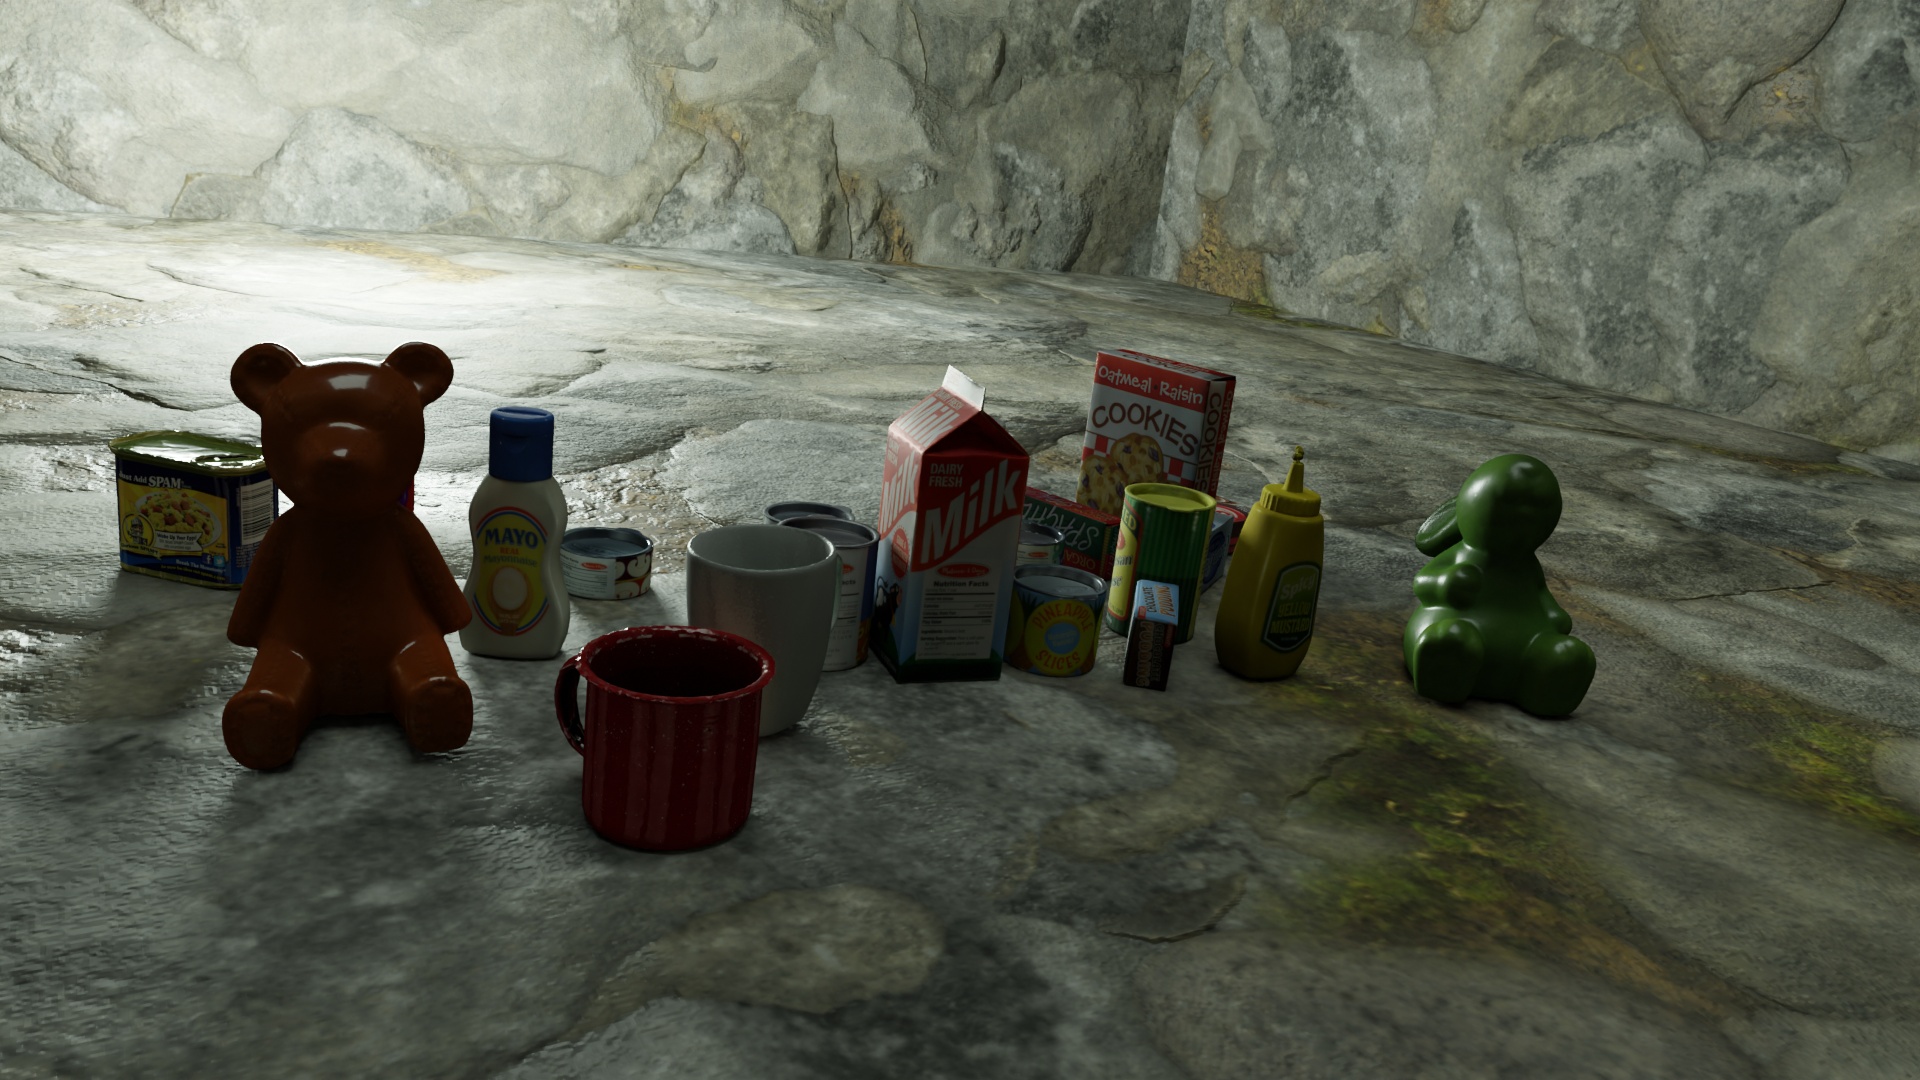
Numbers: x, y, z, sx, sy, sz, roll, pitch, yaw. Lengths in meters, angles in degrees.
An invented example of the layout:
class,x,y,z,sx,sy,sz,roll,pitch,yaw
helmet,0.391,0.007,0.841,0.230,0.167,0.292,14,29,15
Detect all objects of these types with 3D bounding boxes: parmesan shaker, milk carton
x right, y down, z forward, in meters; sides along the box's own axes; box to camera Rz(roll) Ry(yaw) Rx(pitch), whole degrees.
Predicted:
class,x,y,z,sx,sy,sz,roll,pitch,yaw
parmesan shaker,0.144,0.017,1.004,0.071,0.102,0.071,7,16,-2
milk carton,-0.008,-0.011,0.884,0.073,0.189,0.072,1,17,-21

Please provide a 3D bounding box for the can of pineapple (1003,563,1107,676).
class,x,y,z,sx,sy,sz,roll,pitch,yaw
can of pineapple,0.062,0.053,0.929,0.071,0.057,0.071,7,16,-2

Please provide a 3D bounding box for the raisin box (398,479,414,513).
class,x,y,z,sx,sy,sz,roll,pitch,yaw
raisin box,-0.350,0.004,0.809,0.040,0.123,0.086,6,16,-5

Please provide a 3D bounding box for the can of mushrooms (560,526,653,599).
class,x,y,z,sx,sy,sz,roll,pitch,yaw
can of mushrooms,-0.248,0.015,0.970,0.071,0.033,0.071,7,17,-2

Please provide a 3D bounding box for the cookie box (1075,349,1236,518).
class,x,y,z,sx,sy,sz,roll,pitch,yaw
cookie box,0.164,-0.072,1.196,0.040,0.166,0.123,-9,23,-44

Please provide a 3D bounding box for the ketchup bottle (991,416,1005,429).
class,x,y,z,sx,sy,sz,roll,pitch,yaw
ketchup bottle,0.003,-0.012,0.964,0.043,0.148,0.065,3,17,-13

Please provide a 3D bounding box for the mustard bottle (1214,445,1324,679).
class,x,y,z,sx,sy,sz,roll,pitch,yaw
mustard bottle,0.216,0.014,0.945,0.065,0.159,0.049,-4,19,-33

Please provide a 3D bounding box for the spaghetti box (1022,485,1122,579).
class,x,y,z,sx,sy,sz,roll,pitch,yaw
spaghetti box,0.037,-0.026,1.196,0.250,0.050,0.029,22,22,40

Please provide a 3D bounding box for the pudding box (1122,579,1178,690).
class,x,y,z,sx,sy,sz,roll,pitch,yaw
pudding box,0.129,0.062,0.941,0.030,0.049,0.084,9,17,7

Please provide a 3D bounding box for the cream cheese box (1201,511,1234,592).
class,x,y,z,sx,sy,sz,roll,pitch,yaw
cream cheese box,0.194,0.012,1.128,0.024,0.053,0.104,14,18,23

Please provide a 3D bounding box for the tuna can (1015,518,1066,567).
class,x,y,z,sx,sy,sz,roll,pitch,yaw
tuna can,0.050,0.007,1.121,0.071,0.032,0.071,7,17,-2

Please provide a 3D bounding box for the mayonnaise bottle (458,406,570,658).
class,x,y,z,sx,sy,sz,roll,pitch,yaw
mayonnaise bottle,-0.264,-0.004,0.828,0.065,0.147,0.041,5,16,-6

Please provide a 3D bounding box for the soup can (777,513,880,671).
class,x,y,z,sx,sy,sz,roll,pitch,yaw
soup can,-0.088,0.032,0.891,0.071,0.083,0.071,7,16,-2

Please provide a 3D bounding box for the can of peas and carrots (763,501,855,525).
class,x,y,z,sx,sy,sz,roll,pitch,yaw
can of peas and carrots,-0.110,0.008,1.007,0.071,0.058,0.071,7,16,-2
